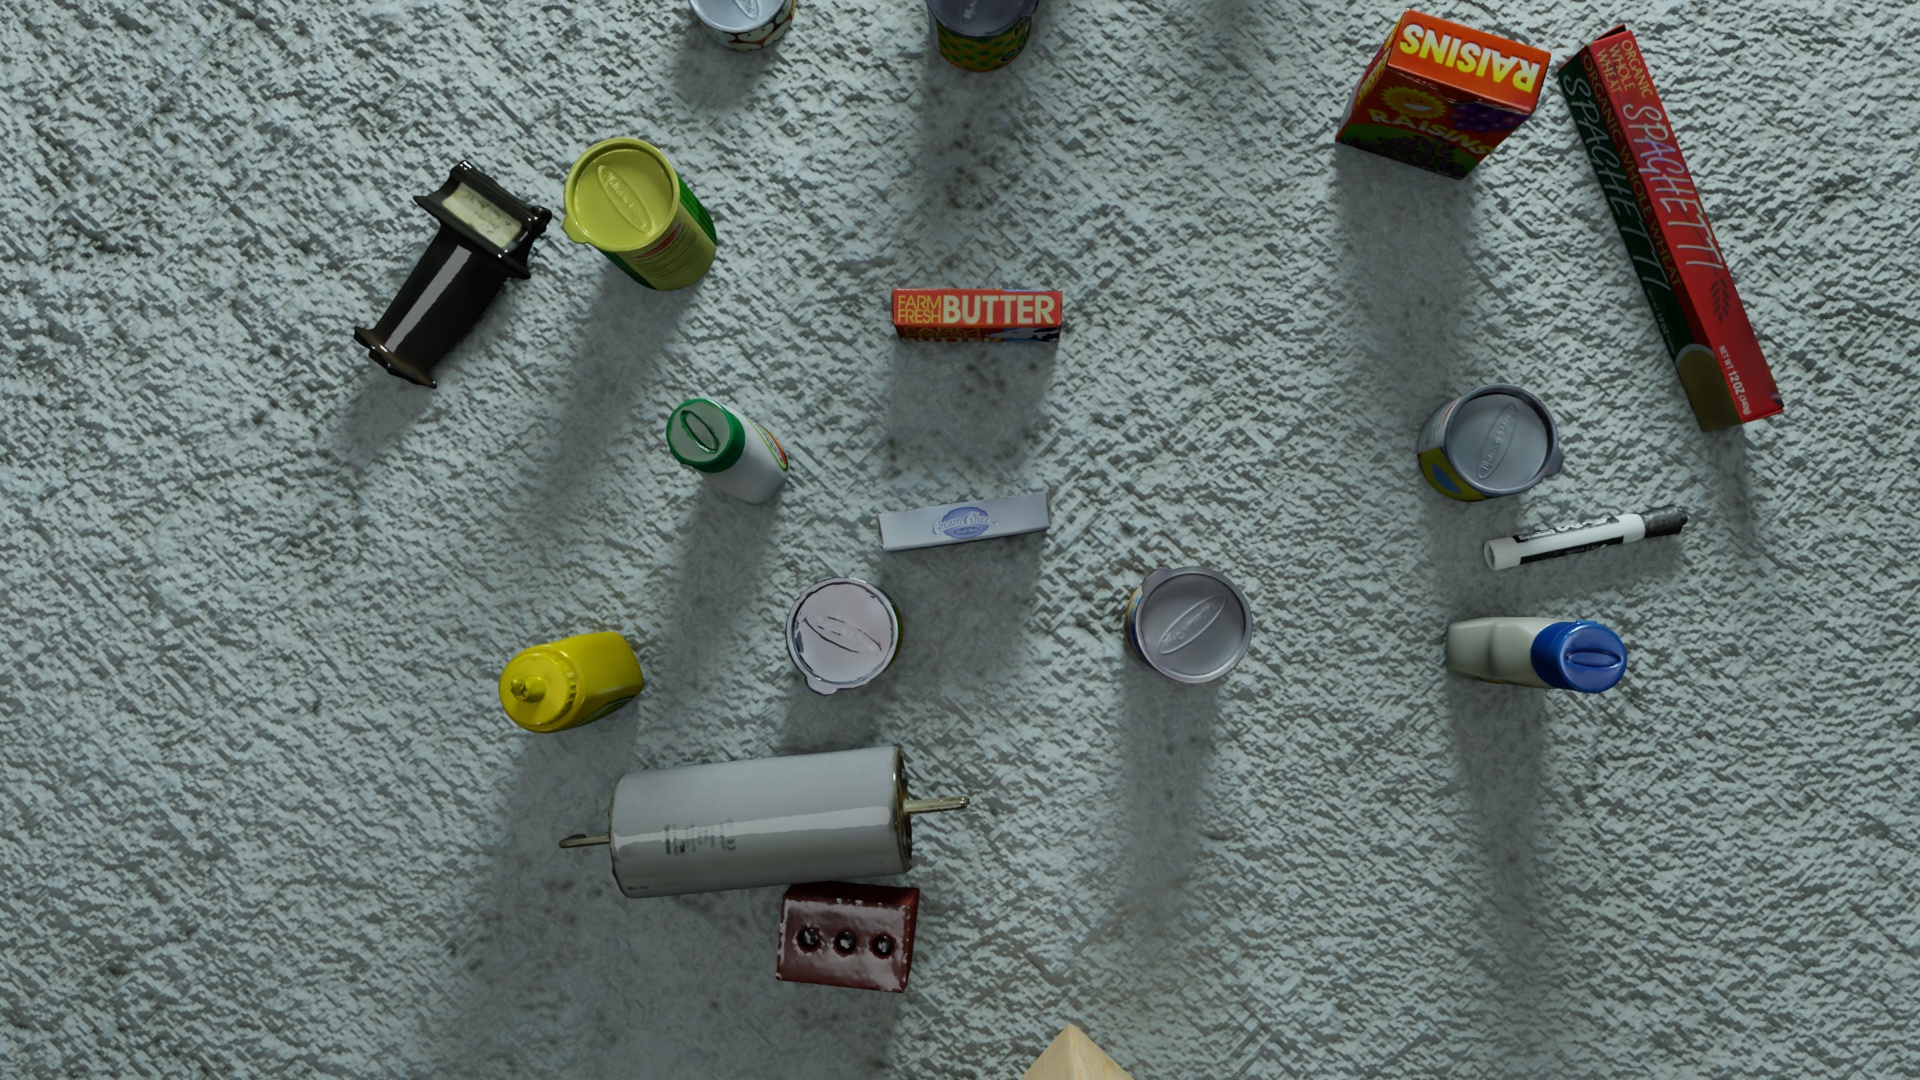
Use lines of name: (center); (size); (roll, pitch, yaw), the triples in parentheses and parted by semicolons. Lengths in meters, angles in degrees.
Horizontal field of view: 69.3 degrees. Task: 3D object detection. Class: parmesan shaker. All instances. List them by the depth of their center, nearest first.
parmesan shaker: (-0.192, -0.191, 0.834); (0.071, 0.103, 0.071); (0, 87, 2)

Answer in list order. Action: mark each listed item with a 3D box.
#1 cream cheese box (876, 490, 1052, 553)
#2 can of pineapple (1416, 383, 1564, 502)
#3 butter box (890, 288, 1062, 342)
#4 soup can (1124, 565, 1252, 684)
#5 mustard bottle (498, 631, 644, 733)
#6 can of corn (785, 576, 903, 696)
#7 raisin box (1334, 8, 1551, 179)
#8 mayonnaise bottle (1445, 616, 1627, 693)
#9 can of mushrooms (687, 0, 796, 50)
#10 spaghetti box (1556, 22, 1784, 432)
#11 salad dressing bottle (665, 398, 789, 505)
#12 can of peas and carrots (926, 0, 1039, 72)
cream cheese box: (0.003, -0.011, 0.843); (0.104, 0.053, 0.024); (-8, 87, 1)
can of pineapple: (0.316, -0.056, 0.834); (0.071, 0.058, 0.071); (0, 87, 2)
butter box: (0.011, -0.137, 0.850); (0.103, 0.053, 0.024); (1, 87, 2)
soup can: (0.131, 0.047, 0.821); (0.071, 0.084, 0.071); (0, 87, 2)
mustard bottle: (-0.228, 0.083, 0.791); (0.065, 0.160, 0.049); (-28, 87, 0)
can of corn: (-0.070, 0.058, 0.839); (0.071, 0.058, 0.071); (0, 87, 2)
raisin box: (0.278, -0.258, 0.814); (0.086, 0.123, 0.040); (19, 88, 3)
mayonnaise bottle: (0.325, 0.064, 0.782); (0.065, 0.148, 0.041); (4, 88, 2)
can of mushrooms: (-0.136, -0.347, 0.876); (0.071, 0.033, 0.071); (0, 87, 2)
spaghetti box: (0.428, -0.187, 0.842); (0.029, 0.050, 0.250); (-20, 86, 1)
salad dressing bottle: (-0.135, -0.053, 0.802); (0.044, 0.147, 0.064); (-40, 87, 0)
can of peas and carrots: (0.014, -0.331, 0.858); (0.071, 0.058, 0.071); (0, 87, 2)
